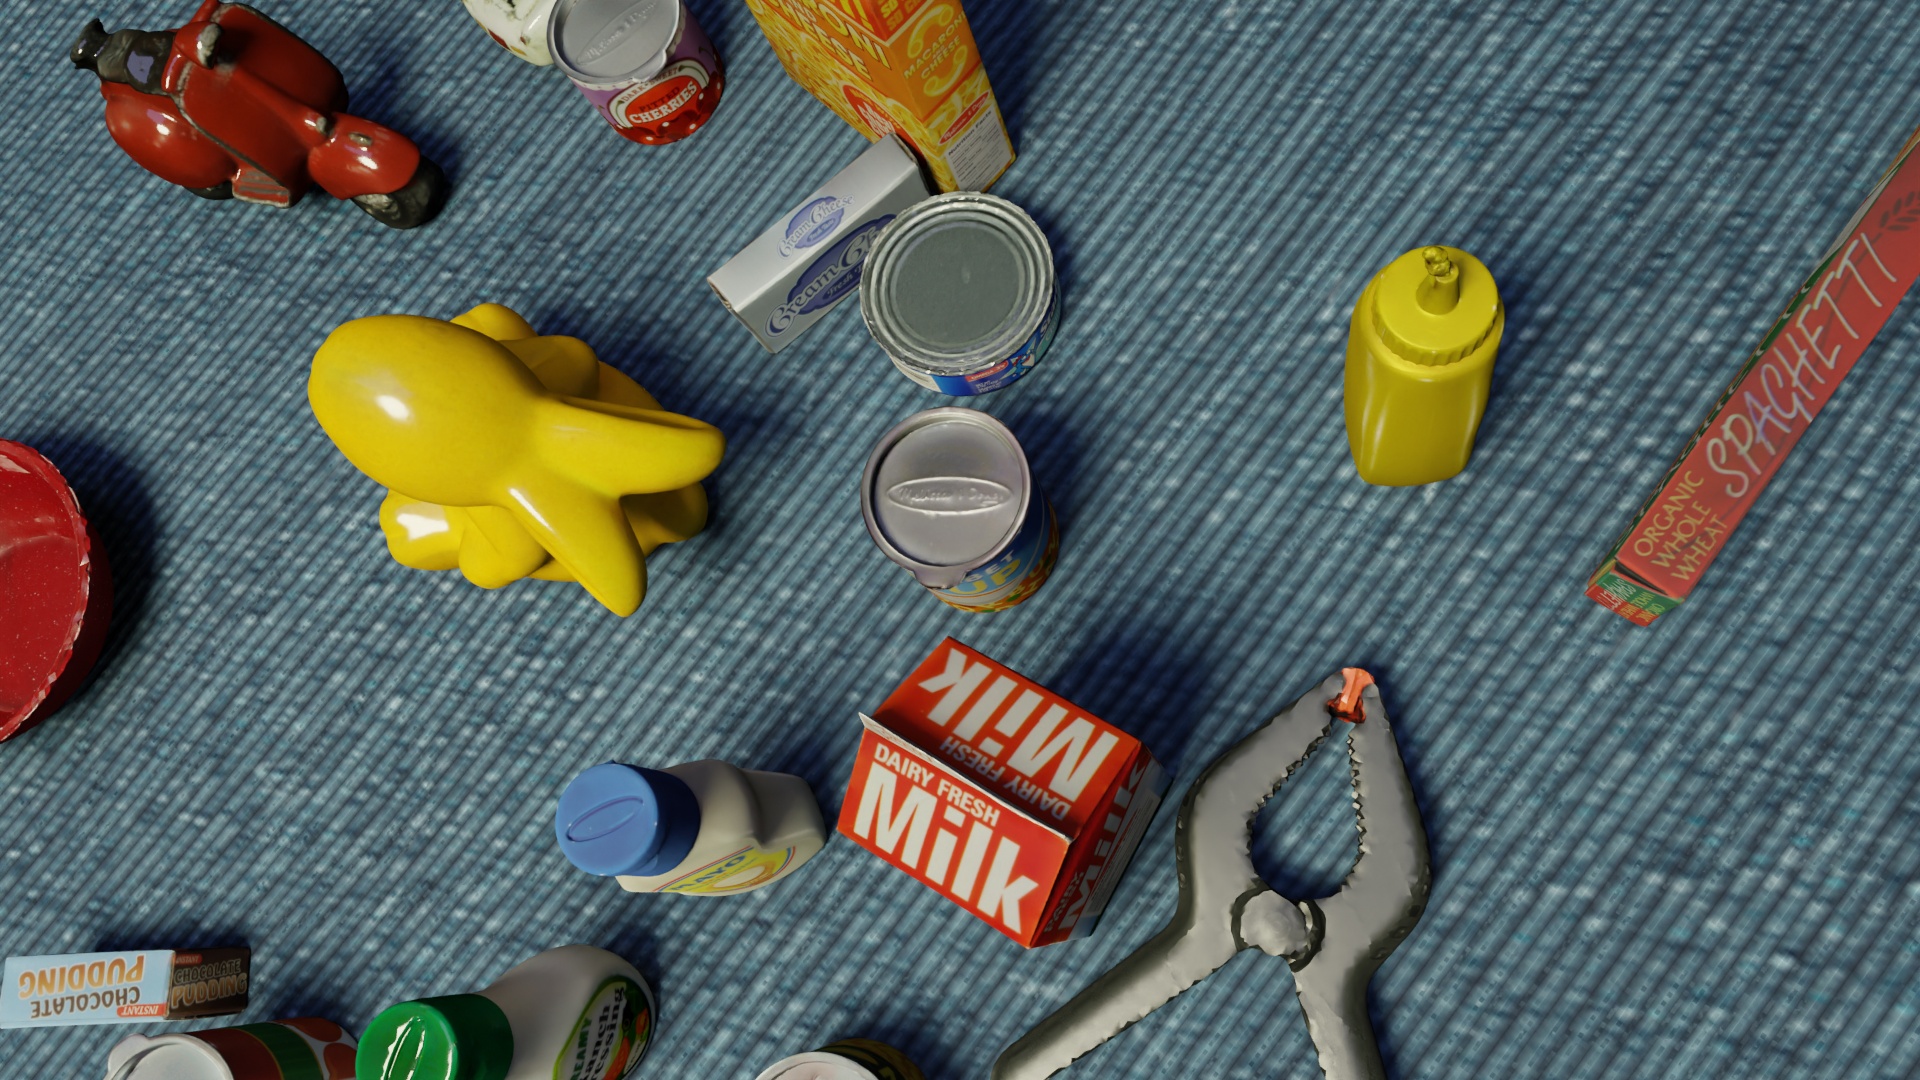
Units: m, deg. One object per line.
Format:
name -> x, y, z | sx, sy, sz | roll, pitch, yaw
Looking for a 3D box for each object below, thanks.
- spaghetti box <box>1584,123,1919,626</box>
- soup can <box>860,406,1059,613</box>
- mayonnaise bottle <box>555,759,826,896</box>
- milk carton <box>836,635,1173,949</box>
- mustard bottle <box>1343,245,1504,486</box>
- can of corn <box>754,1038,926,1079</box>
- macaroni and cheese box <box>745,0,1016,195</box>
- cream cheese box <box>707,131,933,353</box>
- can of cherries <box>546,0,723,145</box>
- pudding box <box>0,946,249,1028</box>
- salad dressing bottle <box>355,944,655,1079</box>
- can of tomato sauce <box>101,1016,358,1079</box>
spaghetti box -> 0.323, -0.075, 0.526 | 0.029, 0.050, 0.250 | 36, 85, 18
soup can -> 0.002, -0.007, 0.558 | 0.071, 0.083, 0.071 | -3, 75, 11
mayonnaise bottle -> -0.100, 0.107, 0.516 | 0.065, 0.148, 0.041 | -26, 72, 5
milk carton -> 0.019, 0.088, 0.474 | 0.072, 0.190, 0.073 | 27, 83, 17
mustard bottle -> 0.166, -0.066, 0.499 | 0.049, 0.160, 0.065 | -5, 75, 11
can of corn -> -0.043, 0.223, 0.521 | 0.071, 0.058, 0.071 | -3, 75, 11
macaroni and cheese box -> -0.046, -0.222, 0.582 | 0.124, 0.166, 0.040 | 42, 88, 18
cream cheese box -> -0.058, -0.131, 0.620 | 0.104, 0.053, 0.024 | -39, 72, 0
can of cherries -> -0.153, -0.230, 0.663 | 0.071, 0.058, 0.071 | -3, 75, 11
pudding box -> -0.361, 0.193, 0.601 | 0.084, 0.049, 0.030 | -6, 75, 11
salad dressing bottle -> -0.162, 0.183, 0.510 | 0.044, 0.147, 0.064 | 16, 80, 16
can of tomato sauce -> -0.293, 0.228, 0.559 | 0.071, 0.083, 0.071 | -3, 75, 11
